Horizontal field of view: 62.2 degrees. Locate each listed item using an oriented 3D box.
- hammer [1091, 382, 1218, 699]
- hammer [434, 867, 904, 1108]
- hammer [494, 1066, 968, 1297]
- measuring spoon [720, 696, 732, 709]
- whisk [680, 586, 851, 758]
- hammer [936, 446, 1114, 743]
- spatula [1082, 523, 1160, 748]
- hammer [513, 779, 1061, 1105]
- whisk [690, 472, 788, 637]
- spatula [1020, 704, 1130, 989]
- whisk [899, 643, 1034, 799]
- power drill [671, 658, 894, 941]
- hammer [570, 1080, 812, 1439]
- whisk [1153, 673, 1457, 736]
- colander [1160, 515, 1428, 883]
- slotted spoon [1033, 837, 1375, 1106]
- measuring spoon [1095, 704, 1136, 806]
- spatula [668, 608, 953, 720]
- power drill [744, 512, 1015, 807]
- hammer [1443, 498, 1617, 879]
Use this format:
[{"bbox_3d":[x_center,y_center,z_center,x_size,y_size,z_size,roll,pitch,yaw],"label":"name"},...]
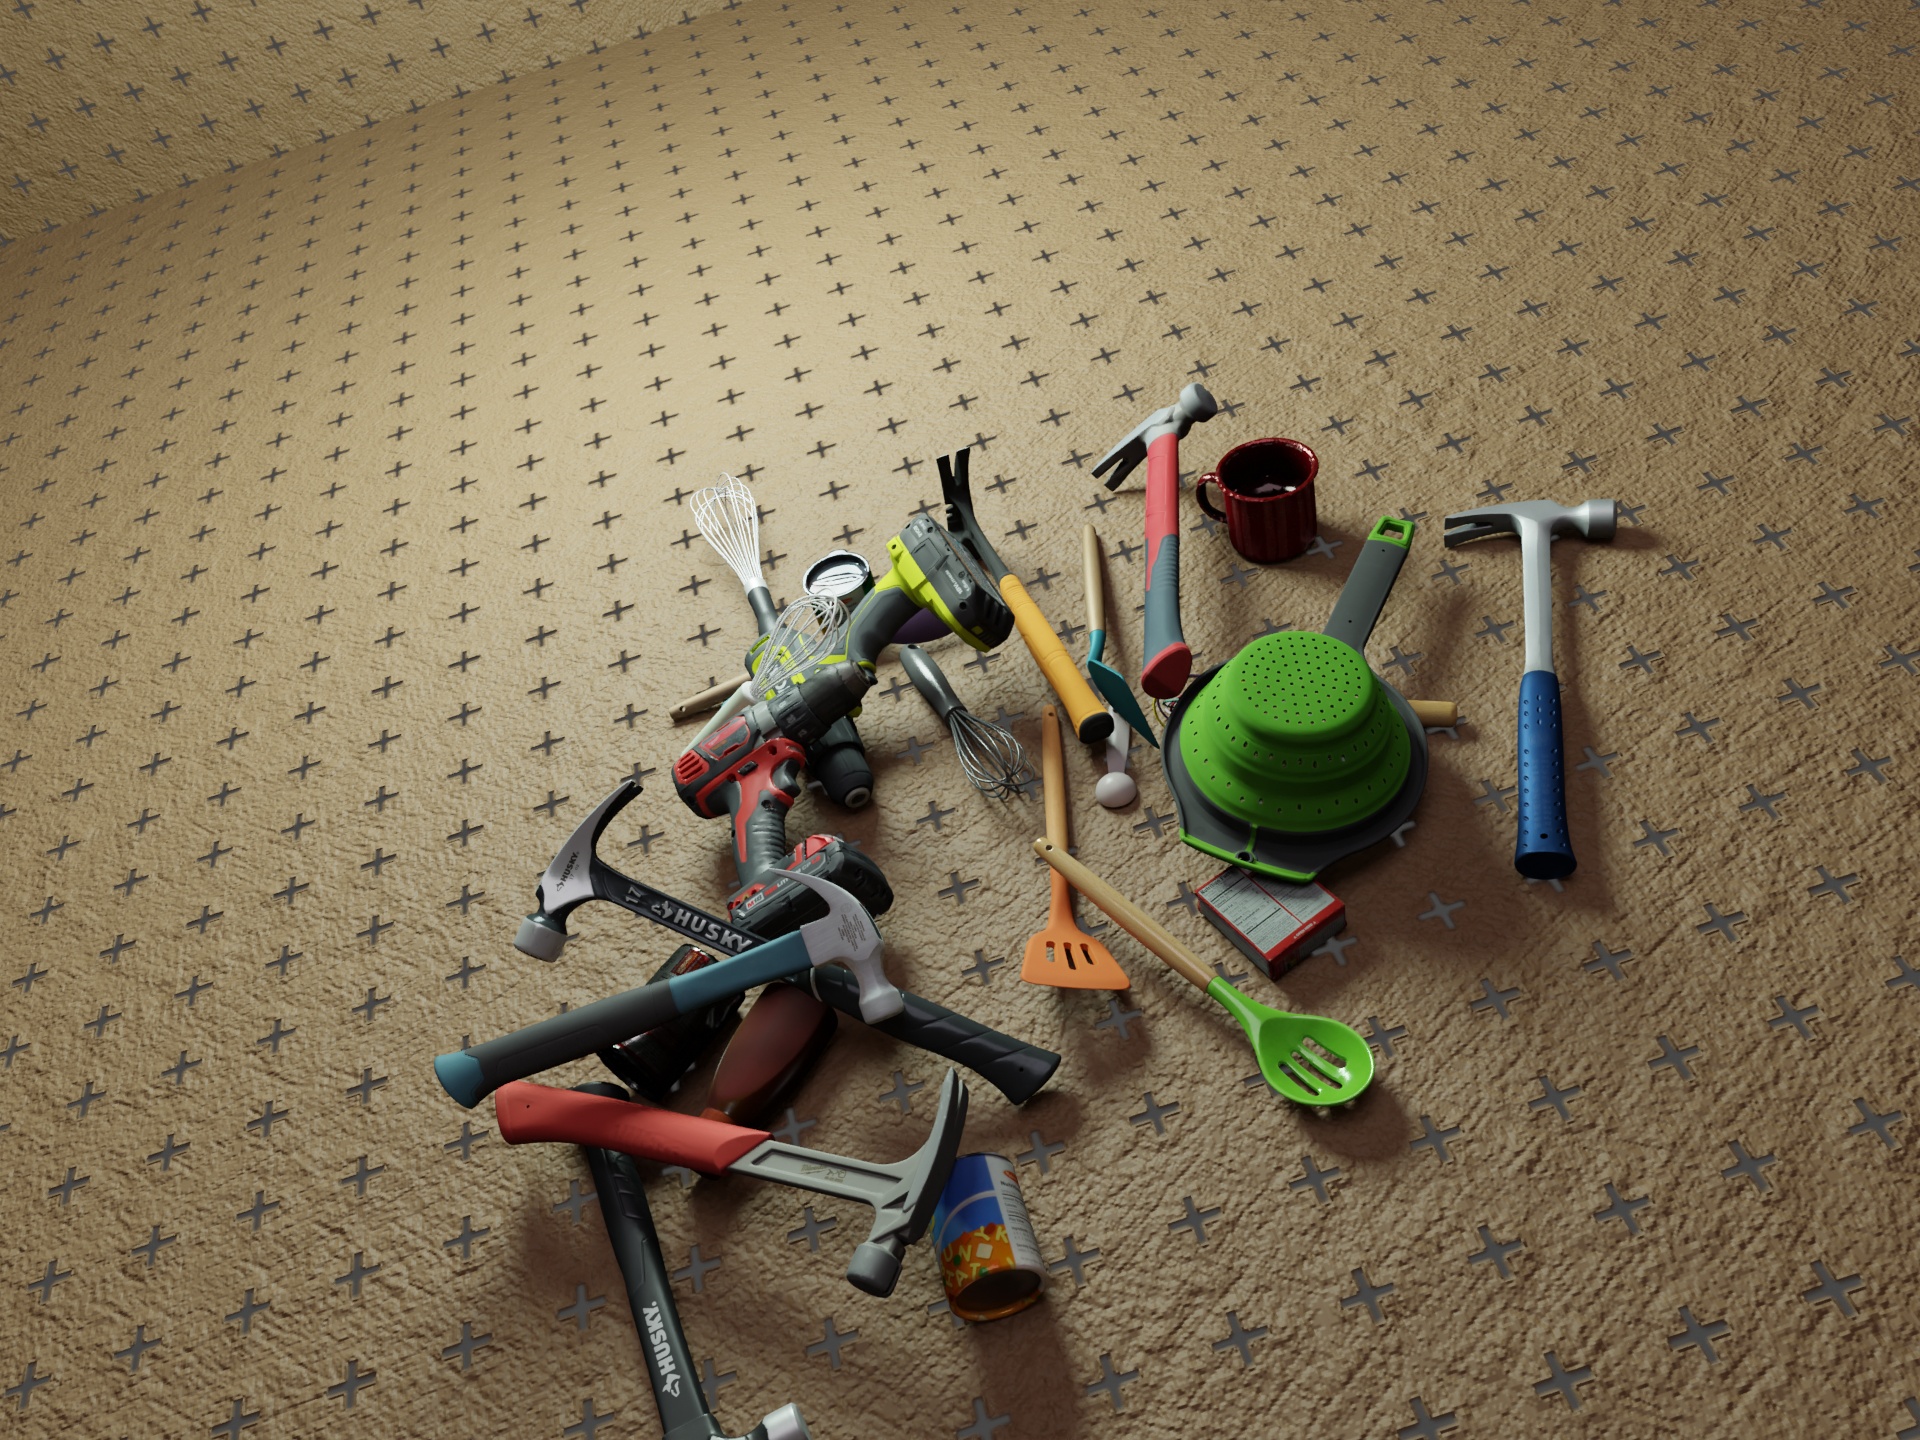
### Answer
[{"bbox_3d":[0.169,-0.151,1.420,0.143,0.038,0.387,-37,29,35],"label":"hammer"},{"bbox_3d":[-0.214,0.203,1.131,0.331,0.033,0.128,-20,77,2],"label":"hammer"},{"bbox_3d":[-0.173,0.283,1.094,0.359,0.036,0.149,4,51,29],"label":"hammer"},{"bbox_3d":[-0.158,-0.012,1.470,0.128,0.021,0.042,-13,52,-9],"label":"measuring spoon"},{"bbox_3d":[-0.175,-0.029,1.376,0.246,0.057,0.059,-44,40,34],"label":"whisk"},{"bbox_3d":[0.055,-0.106,1.427,0.034,0.127,0.337,-20,48,-9],"label":"hammer"},{"bbox_3d":[0.133,-0.092,1.425,0.044,0.082,0.318,-21,35,16],"label":"spatula"},{"bbox_3d":[-0.120,0.176,1.162,0.409,0.036,0.149,22,80,11],"label":"hammer"},{"bbox_3d":[-0.213,-0.150,1.597,0.070,0.070,0.285,-22,49,-4],"label":"whisk"},{"bbox_3d":[0.080,0.095,1.266,0.081,0.041,0.323,5,43,-5],"label":"spatula"},{"bbox_3d":[-0.001,-0.005,1.391,0.055,0.055,0.239,-27,40,-9],"label":"whisk"},{"bbox_3d":[-0.130,0.066,1.288,0.188,0.080,0.227,-35,49,9],"label":"power drill"},{"bbox_3d":[-0.220,0.379,1.082,0.146,0.035,0.335,-25,44,-8],"label":"hammer"},{"bbox_3d":[0.281,-0.006,1.310,0.245,0.051,0.047,3,68,15],"label":"whisk"},{"bbox_3d":[0.292,-0.058,1.257,0.204,0.094,0.397,18,54,21],"label":"colander"},{"bbox_3d":[0.164,0.174,1.147,0.070,0.031,0.314,-38,54,-21],"label":"slotted spoon"},{"bbox_3d":[0.131,0.022,1.338,0.034,0.018,0.124,-6,44,13],"label":"measuring spoon"},{"bbox_3d":[-0.127,-0.065,1.489,0.316,0.018,0.060,-22,86,2],"label":"spatula"},{"bbox_3d":[-0.069,-0.051,1.387,0.228,0.080,0.191,-41,55,11],"label":"power drill"},{"bbox_3d":[0.461,-0.042,1.285,0.144,0.035,0.406,1,47,18],"label":"hammer"}]
